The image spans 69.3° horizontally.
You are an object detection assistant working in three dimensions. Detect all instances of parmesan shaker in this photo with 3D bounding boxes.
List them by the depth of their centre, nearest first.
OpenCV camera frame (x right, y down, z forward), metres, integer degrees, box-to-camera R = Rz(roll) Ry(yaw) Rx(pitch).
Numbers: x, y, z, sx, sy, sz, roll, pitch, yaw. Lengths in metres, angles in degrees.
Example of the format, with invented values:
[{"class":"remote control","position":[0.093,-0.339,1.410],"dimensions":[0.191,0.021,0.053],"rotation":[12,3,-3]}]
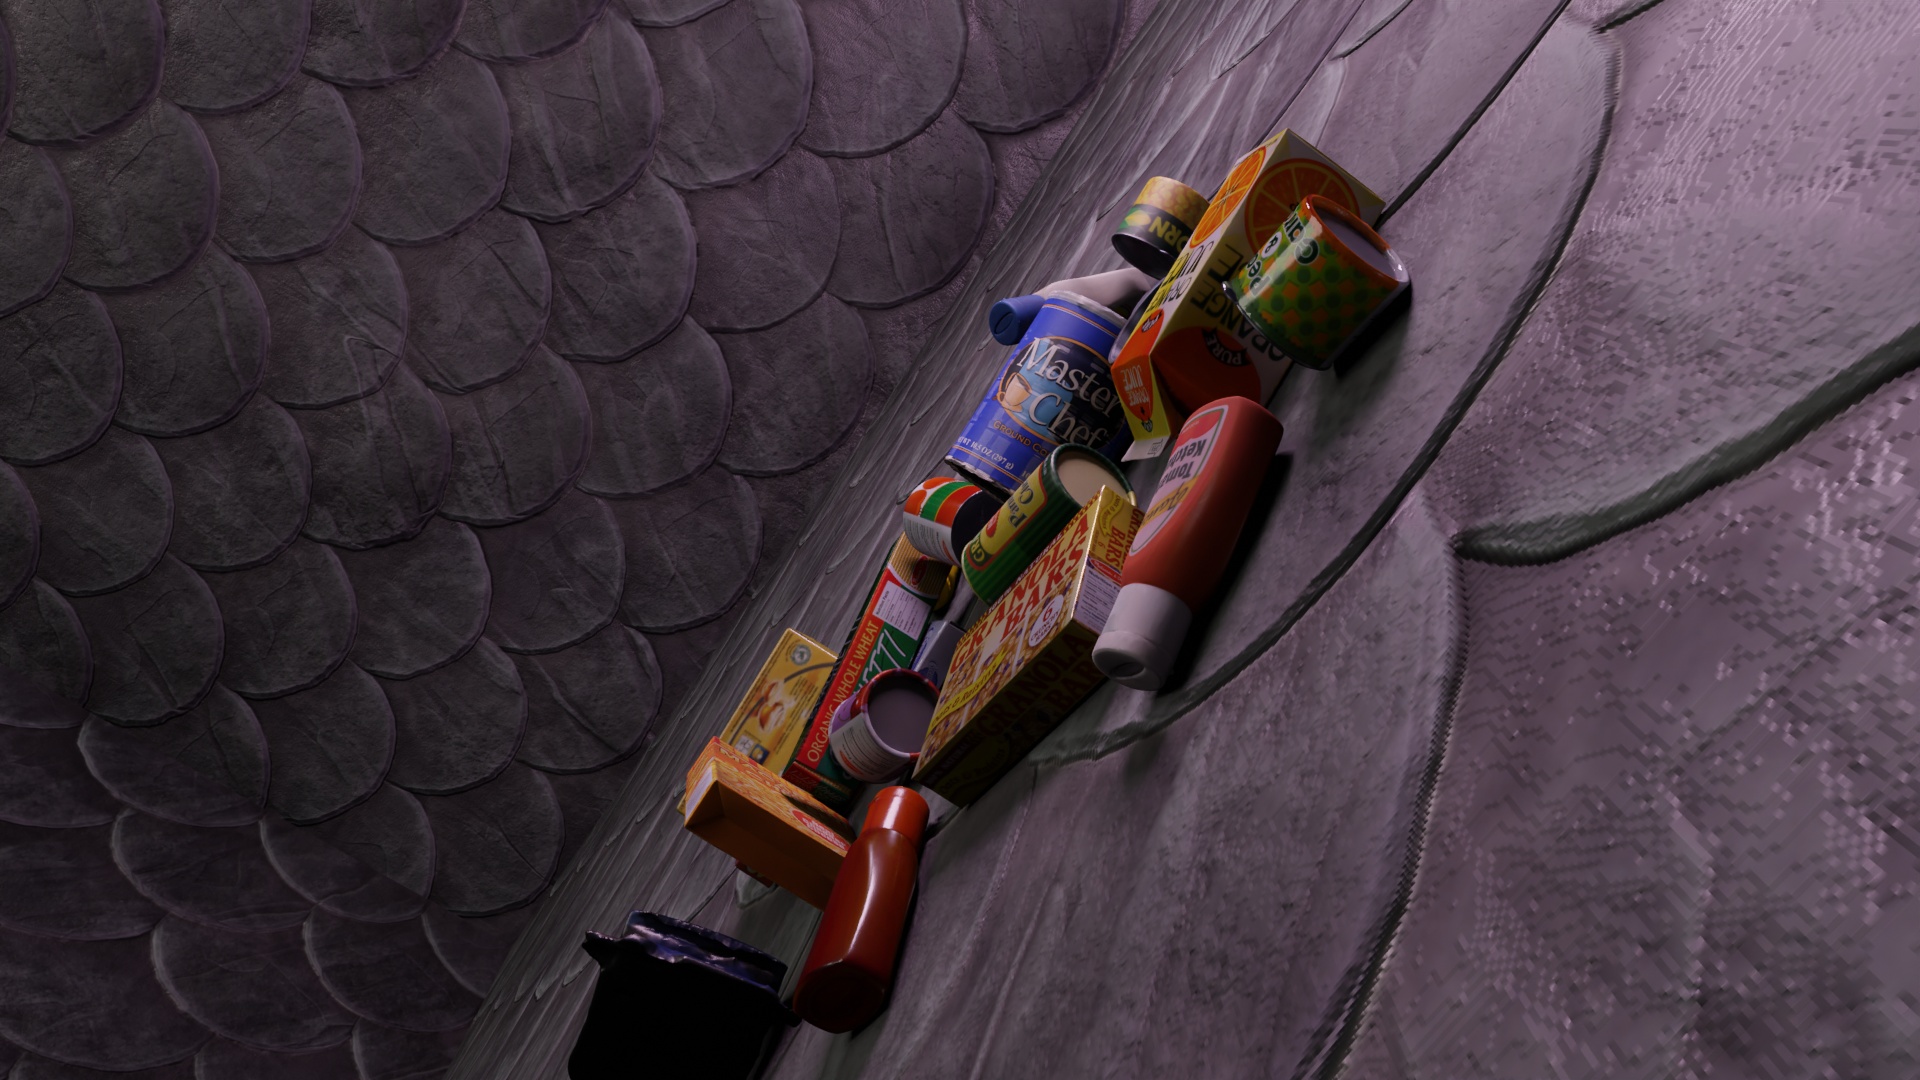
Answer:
[{"class":"parmesan shaker","position":[0.056,-0.007,0.877],"dimensions":[0.102,0.071,0.072],"rotation":[-49,13,37]}]

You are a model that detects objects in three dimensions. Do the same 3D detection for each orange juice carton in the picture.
[{"class":"orange juice carton","position":[0.150,-0.126,0.783],"dimensions":[0.193,0.073,0.072],"rotation":[-58,10,-6]}]

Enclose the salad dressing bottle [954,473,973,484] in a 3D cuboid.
[{"class":"salad dressing bottle","position":[0.021,-0.050,1.189],"dimensions":[0.064,0.044,0.147],"rotation":[-60,3,-7]}]

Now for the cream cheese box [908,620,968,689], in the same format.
[{"class":"cream cheese box","position":[-0.033,0.109,1.054],"dimensions":[0.104,0.024,0.053],"rotation":[-59,11,-11]}]

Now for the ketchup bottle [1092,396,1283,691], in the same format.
[{"class":"ketchup bottle","position":[0.108,0.002,0.671],"dimensions":[0.149,0.043,0.064],"rotation":[-62,12,-27]}]

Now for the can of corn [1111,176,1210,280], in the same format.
[{"class":"can of corn","position":[0.166,-0.249,1.115],"dimensions":[0.058,0.071,0.071],"rotation":[-58,10,-6]}]

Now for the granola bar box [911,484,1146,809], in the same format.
[{"class":"granola bar box","position":[0.042,0.063,0.803],"dimensions":[0.164,0.039,0.125],"rotation":[-49,13,37]}]

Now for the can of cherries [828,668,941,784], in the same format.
[{"class":"can of cherries","position":[-0.048,0.126,0.958],"dimensions":[0.058,0.071,0.072],"rotation":[-44,16,52]}]

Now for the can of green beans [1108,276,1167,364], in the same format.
[{"class":"can of green beans","position":[0.137,-0.125,0.884],"dimensions":[0.071,0.058,0.071],"rotation":[-54,10,15]}]

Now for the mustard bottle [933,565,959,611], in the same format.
[{"class":"mustard bottle","position":[-0.030,0.029,1.217],"dimensions":[0.065,0.049,0.160],"rotation":[-57,10,9]}]

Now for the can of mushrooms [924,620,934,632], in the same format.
[{"class":"can of mushrooms","position":[-0.054,0.090,1.186],"dimensions":[0.071,0.033,0.071],"rotation":[-55,10,14]}]

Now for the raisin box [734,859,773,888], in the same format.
[{"class":"raisin box","position":[-0.152,0.232,1.193],"dimensions":[0.086,0.040,0.123],"rotation":[-55,9,5]}]

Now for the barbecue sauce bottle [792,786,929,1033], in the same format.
[{"class":"barbecue sauce bottle","position":[-0.051,0.204,0.794],"dimensions":[0.064,0.043,0.149],"rotation":[-50,12,33]}]

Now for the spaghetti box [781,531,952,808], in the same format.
[{"class":"spaghetti box","position":[-0.065,0.090,1.046],"dimensions":[0.028,0.050,0.251],"rotation":[-51,11,44]}]

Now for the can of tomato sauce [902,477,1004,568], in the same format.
[{"class":"can of tomato sauce","position":[0.004,-0.014,1.078],"dimensions":[0.071,0.071,0.083],"rotation":[-58,30,-8]}]

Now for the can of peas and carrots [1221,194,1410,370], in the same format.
[{"class":"can of peas and carrots","position":[0.174,-0.128,0.682],"dimensions":[0.058,0.071,0.071],"rotation":[-50,12,32]}]

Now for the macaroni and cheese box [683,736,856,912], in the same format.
[{"class":"macaroni and cheese box","position":[-0.130,0.195,0.959],"dimensions":[0.040,0.123,0.166],"rotation":[-57,10,-5]}]

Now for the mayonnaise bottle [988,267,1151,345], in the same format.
[{"class":"mayonnaise bottle","position":[0.089,-0.188,1.140],"dimensions":[0.149,0.041,0.064],"rotation":[-18,-16,-39]}]
